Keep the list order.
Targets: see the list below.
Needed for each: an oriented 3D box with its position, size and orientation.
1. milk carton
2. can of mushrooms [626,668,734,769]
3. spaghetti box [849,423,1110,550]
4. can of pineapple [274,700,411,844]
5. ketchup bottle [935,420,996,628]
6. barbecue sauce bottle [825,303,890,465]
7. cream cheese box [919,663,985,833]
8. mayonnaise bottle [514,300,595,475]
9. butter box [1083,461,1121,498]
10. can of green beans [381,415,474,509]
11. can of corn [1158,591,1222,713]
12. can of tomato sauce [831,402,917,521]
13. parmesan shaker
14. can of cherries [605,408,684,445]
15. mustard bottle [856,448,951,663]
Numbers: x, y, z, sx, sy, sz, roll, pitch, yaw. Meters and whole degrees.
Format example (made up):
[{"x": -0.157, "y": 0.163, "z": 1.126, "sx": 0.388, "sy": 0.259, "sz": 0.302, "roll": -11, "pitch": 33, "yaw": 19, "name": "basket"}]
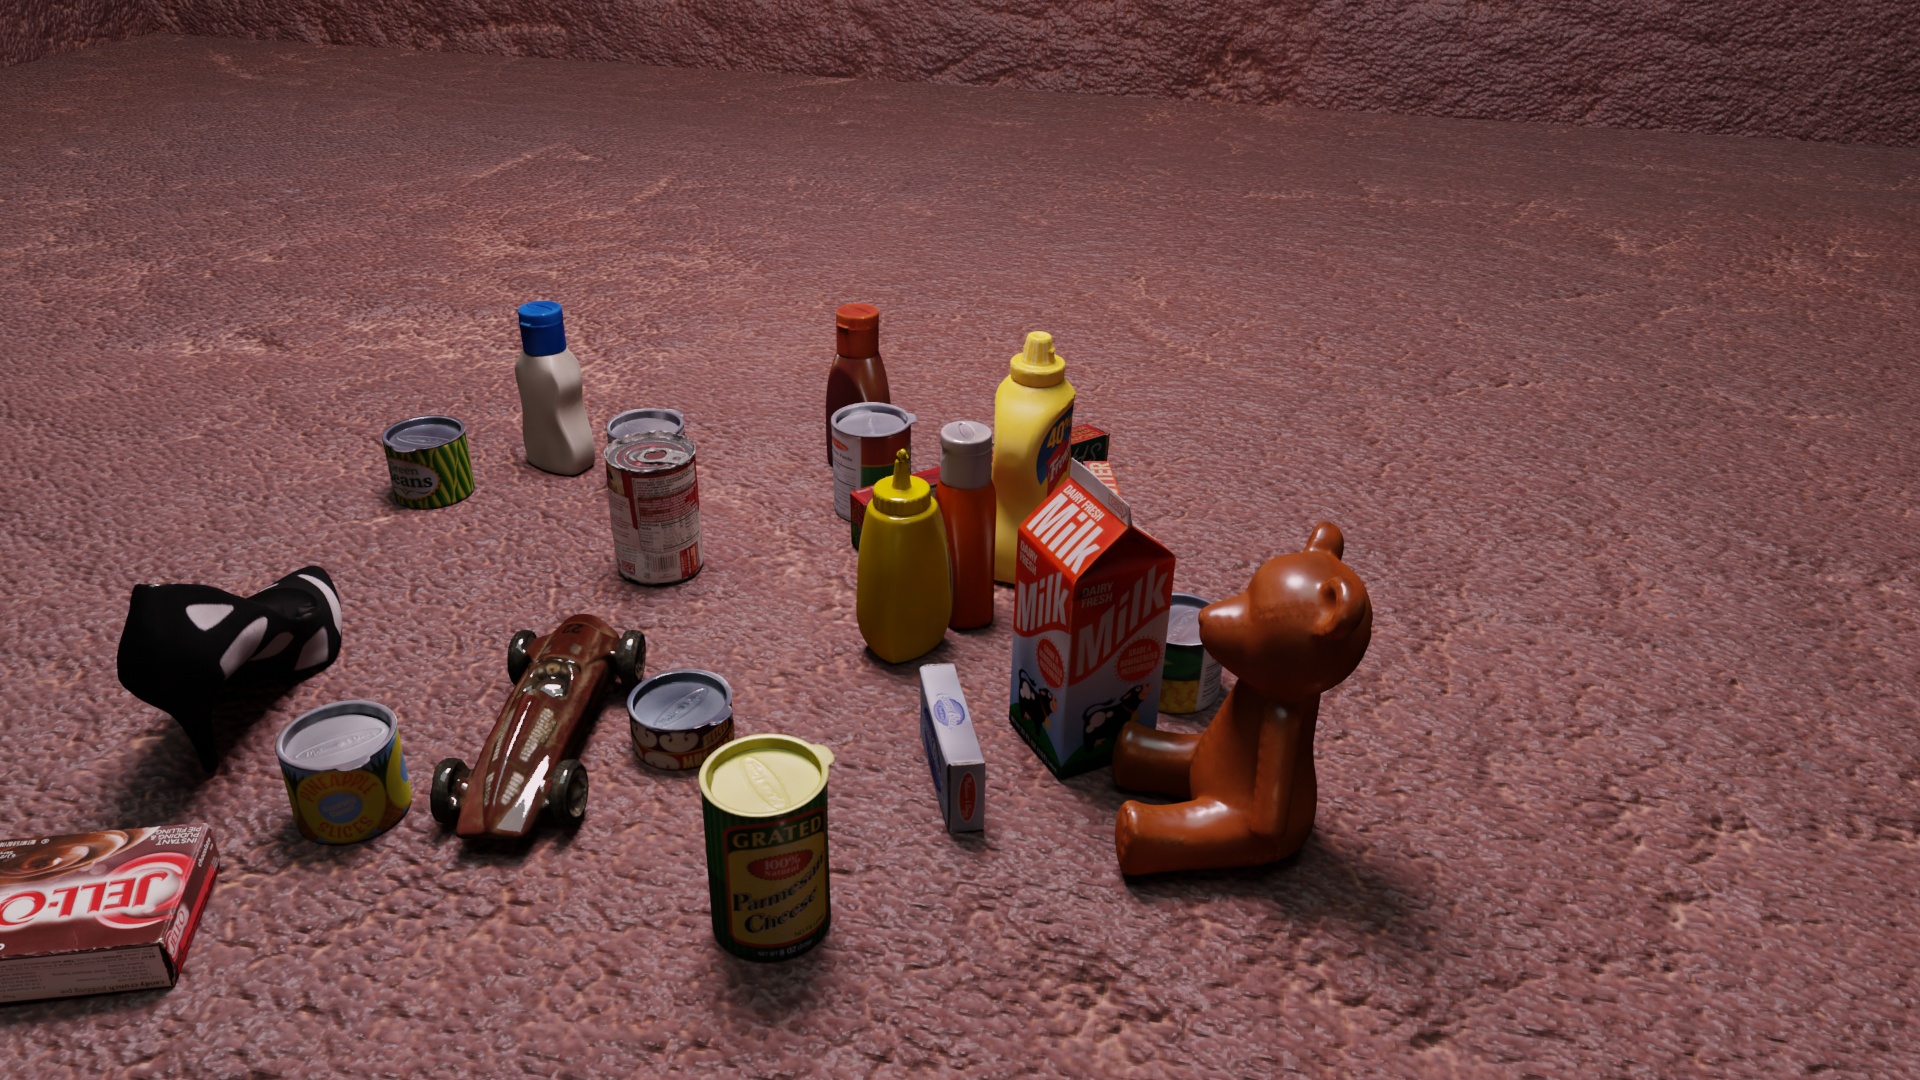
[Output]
[{"x": 0.080, "y": 0.047, "z": 0.863, "sx": 0.073, "sy": 0.189, "sz": 0.072, "roll": -13, "pitch": 32, "yaw": -23, "name": "milk carton"}, {"x": -0.177, "y": 0.115, "z": 0.890, "sx": 0.071, "sy": 0.033, "sz": 0.071, "roll": 1, "pitch": 29, "yaw": 0, "name": "can of mushrooms"}, {"x": 0.021, "y": -0.045, "z": 1.164, "sx": 0.251, "sy": 0.050, "sz": 0.029, "roll": -18, "pitch": 35, "yaw": -30, "name": "spaghetti box"}, {"x": -0.362, "y": 0.137, "z": 0.819, "sx": 0.071, "sy": 0.057, "sz": 0.071, "roll": 1, "pitch": 29, "yaw": 0, "name": "can of pineapple"}, {"x": 0.004, "y": -0.013, "z": 1.007, "sx": 0.043, "sy": 0.148, "sz": 0.065, "roll": -6, "pitch": 30, "yaw": -13, "name": "ketchup bottle"}, {"x": -0.089, "y": -0.131, "z": 1.212, "sx": 0.065, "sy": 0.147, "sz": 0.044, "roll": 23, "pitch": 36, "yaw": 34, "name": "barbecue sauce bottle"}, {"x": -0.006, "y": 0.126, "z": 0.857, "sx": 0.024, "sy": 0.053, "sz": 0.104, "roll": -4, "pitch": 30, "yaw": -10, "name": "cream cheese box"}, {"x": -0.355, "y": -0.132, "z": 1.203, "sx": 0.065, "sy": 0.147, "sz": 0.041, "roll": 16, "pitch": 33, "yaw": 25, "name": "mayonnaise bottle"}, {"x": 0.114, "y": -0.018, "z": 1.118, "sx": 0.024, "sy": 0.052, "sz": 0.104, "roll": 0, "pitch": 30, "yaw": -3, "name": "butter box"}, {"x": -0.449, "y": -0.066, "z": 1.174, "sx": 0.071, "sy": 0.057, "sz": 0.071, "roll": 1, "pitch": 29, "yaw": 0, "name": "can of green beans"}, {"x": 0.145, "y": 0.076, "z": 0.948, "sx": 0.071, "sy": 0.058, "sz": 0.071, "roll": 1, "pitch": 29, "yaw": 0, "name": "can of corn"}, {"x": -0.072, "y": -0.065, "z": 1.161, "sx": 0.071, "sy": 0.082, "sz": 0.071, "roll": 1, "pitch": 29, "yaw": 0, "name": "can of tomato sauce"}, {"x": -0.099, "y": 0.163, "z": 0.739, "sx": 0.071, "sy": 0.102, "sz": 0.071, "roll": 1, "pitch": 29, "yaw": 0, "name": "parmesan shaker"}, {"x": -0.267, "y": -0.075, "z": 1.196, "sx": 0.071, "sy": 0.058, "sz": 0.072, "roll": 1, "pitch": 29, "yaw": 0, "name": "can of cherries"}, {"x": -0.039, "y": 0.006, "z": 0.960, "sx": 0.065, "sy": 0.159, "sz": 0.049, "roll": -23, "pitch": 37, "yaw": -36, "name": "mustard bottle"}]
